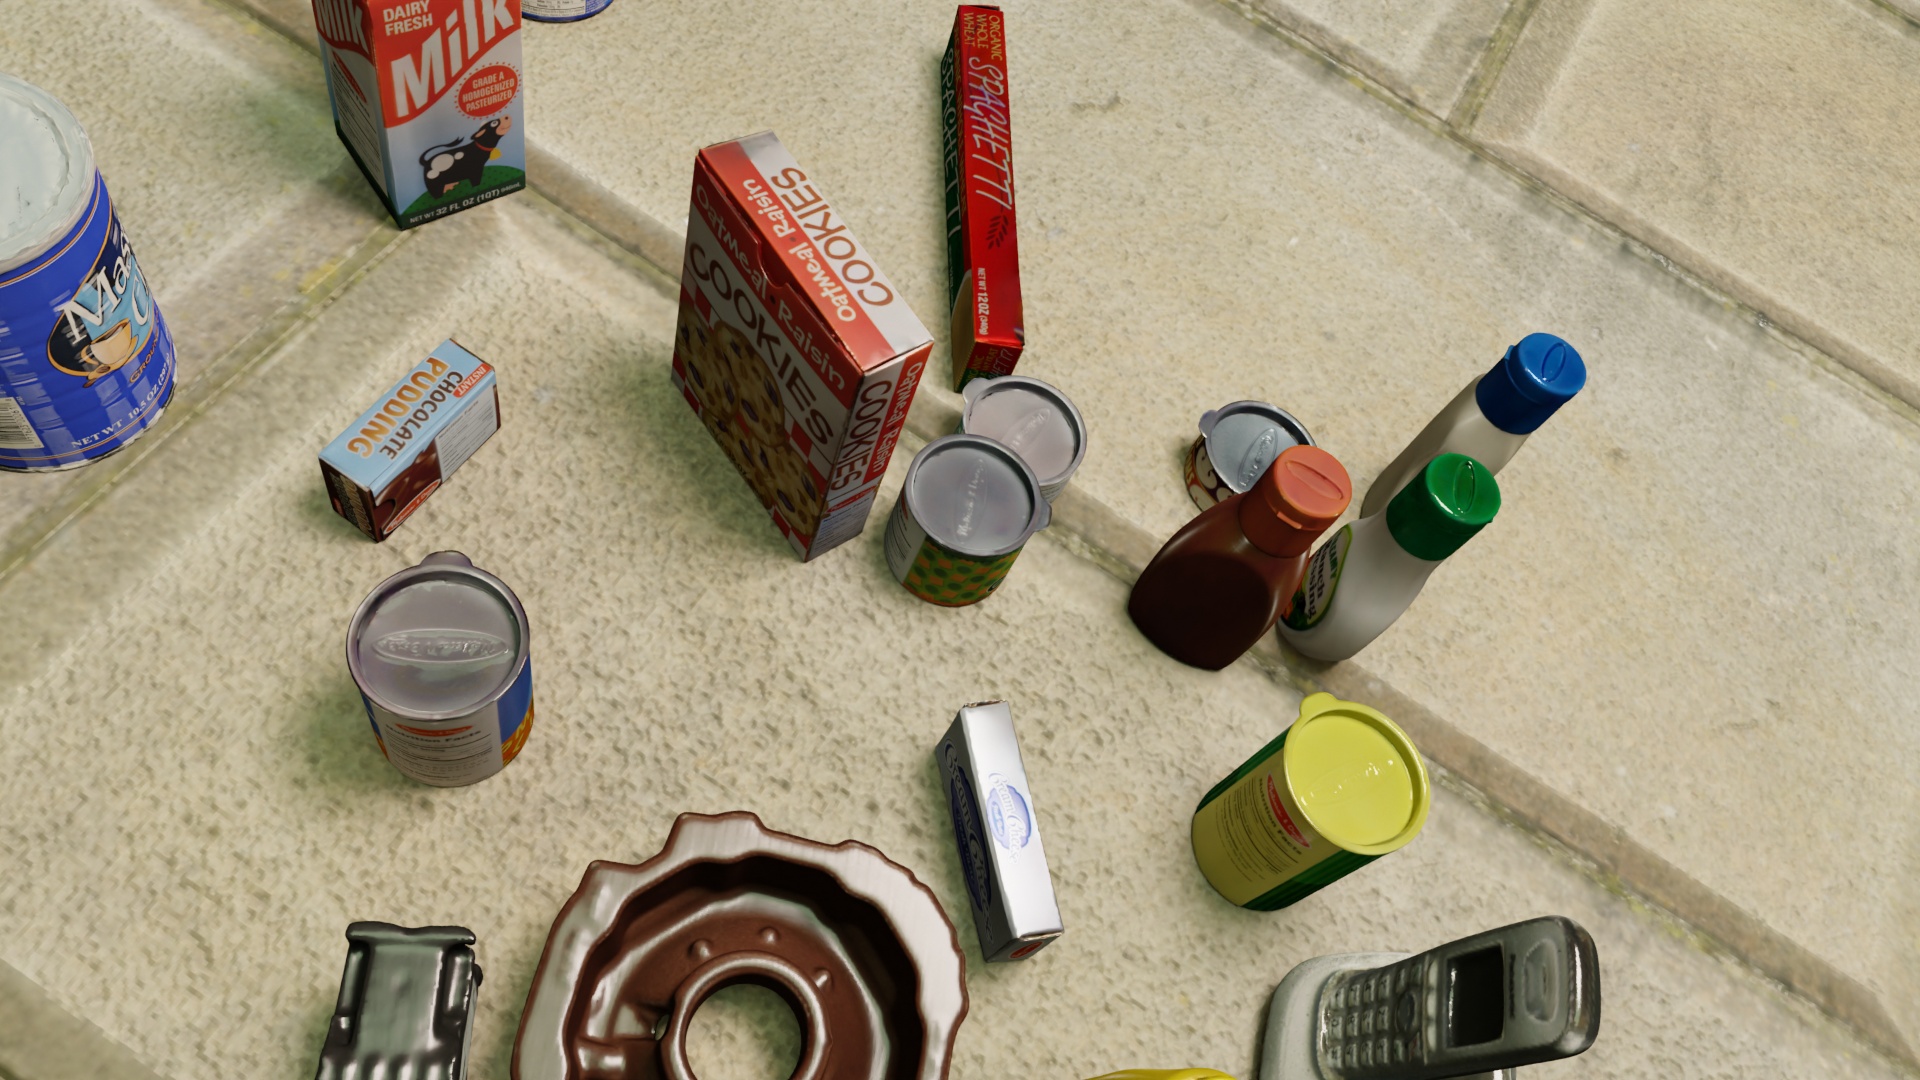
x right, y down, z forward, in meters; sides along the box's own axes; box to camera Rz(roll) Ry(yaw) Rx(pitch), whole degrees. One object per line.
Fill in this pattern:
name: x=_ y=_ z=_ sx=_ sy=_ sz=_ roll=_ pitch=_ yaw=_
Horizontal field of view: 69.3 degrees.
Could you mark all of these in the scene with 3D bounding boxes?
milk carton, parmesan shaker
milk carton: x=-0.254 y=-0.242 z=0.651 sx=0.072 sy=0.189 sz=0.073 roll=-29 pitch=74 yaw=-27
parmesan shaker: x=0.152 y=0.118 z=0.619 sx=0.071 sy=0.102 sz=0.071 roll=7 pitch=61 yaw=-12

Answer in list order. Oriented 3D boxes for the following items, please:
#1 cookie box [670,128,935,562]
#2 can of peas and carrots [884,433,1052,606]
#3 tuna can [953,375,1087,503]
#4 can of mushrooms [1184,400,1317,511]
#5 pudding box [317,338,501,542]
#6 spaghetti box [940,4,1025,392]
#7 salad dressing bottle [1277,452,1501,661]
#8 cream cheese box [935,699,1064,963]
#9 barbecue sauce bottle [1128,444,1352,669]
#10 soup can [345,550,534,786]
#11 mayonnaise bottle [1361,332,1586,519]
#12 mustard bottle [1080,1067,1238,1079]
cookie box: x=-0.079 y=-0.081 z=0.626 sx=0.040 sy=0.166 sz=0.123 roll=-30 pitch=74 yaw=-27
can of peas and carrots: x=0.002 y=-0.008 z=0.672 sx=0.071 sy=0.058 sz=0.071 roll=7 pitch=61 yaw=-12
tuna can: x=0.027 y=-0.051 z=0.718 sx=0.071 sy=0.032 sz=0.071 roll=7 pitch=61 yaw=-12
can of mushrooms: x=0.155 y=-0.041 z=0.747 sx=0.071 sy=0.033 sz=0.071 roll=7 pitch=61 yaw=-12
pudding box: x=-0.247 y=-0.046 z=0.628 sx=0.030 sy=0.049 sz=0.084 roll=33 pitch=59 yaw=3
spaghetti box: x=0.011 y=-0.198 z=0.783 sx=0.029 sy=0.050 sz=0.251 roll=5 pitch=61 yaw=-13
salad dressing bottle: x=0.203 y=0.010 z=0.667 sx=0.044 sy=0.147 sz=0.064 roll=22 pitch=59 yaw=-3
cream cheese box: x=0.015 y=0.127 z=0.605 sx=0.024 sy=0.053 sz=0.104 roll=-5 pitch=64 yaw=-18
barbecue sauce bottle: x=0.131 y=0.009 z=0.647 sx=0.065 sy=0.147 sz=0.044 roll=33 pitch=59 yaw=4
soup can: x=-0.208 y=0.054 z=0.565 sx=0.071 sy=0.083 sz=0.071 roll=7 pitch=61 yaw=-12
mayonnaise bottle: x=0.262 y=-0.050 z=0.715 sx=0.041 sy=0.147 sz=0.065 roll=34 pitch=59 yaw=4
mustard bottle: x=0.077 y=0.222 z=0.509 sx=0.065 sy=0.159 sz=0.049 roll=21 pitch=59 yaw=-4
